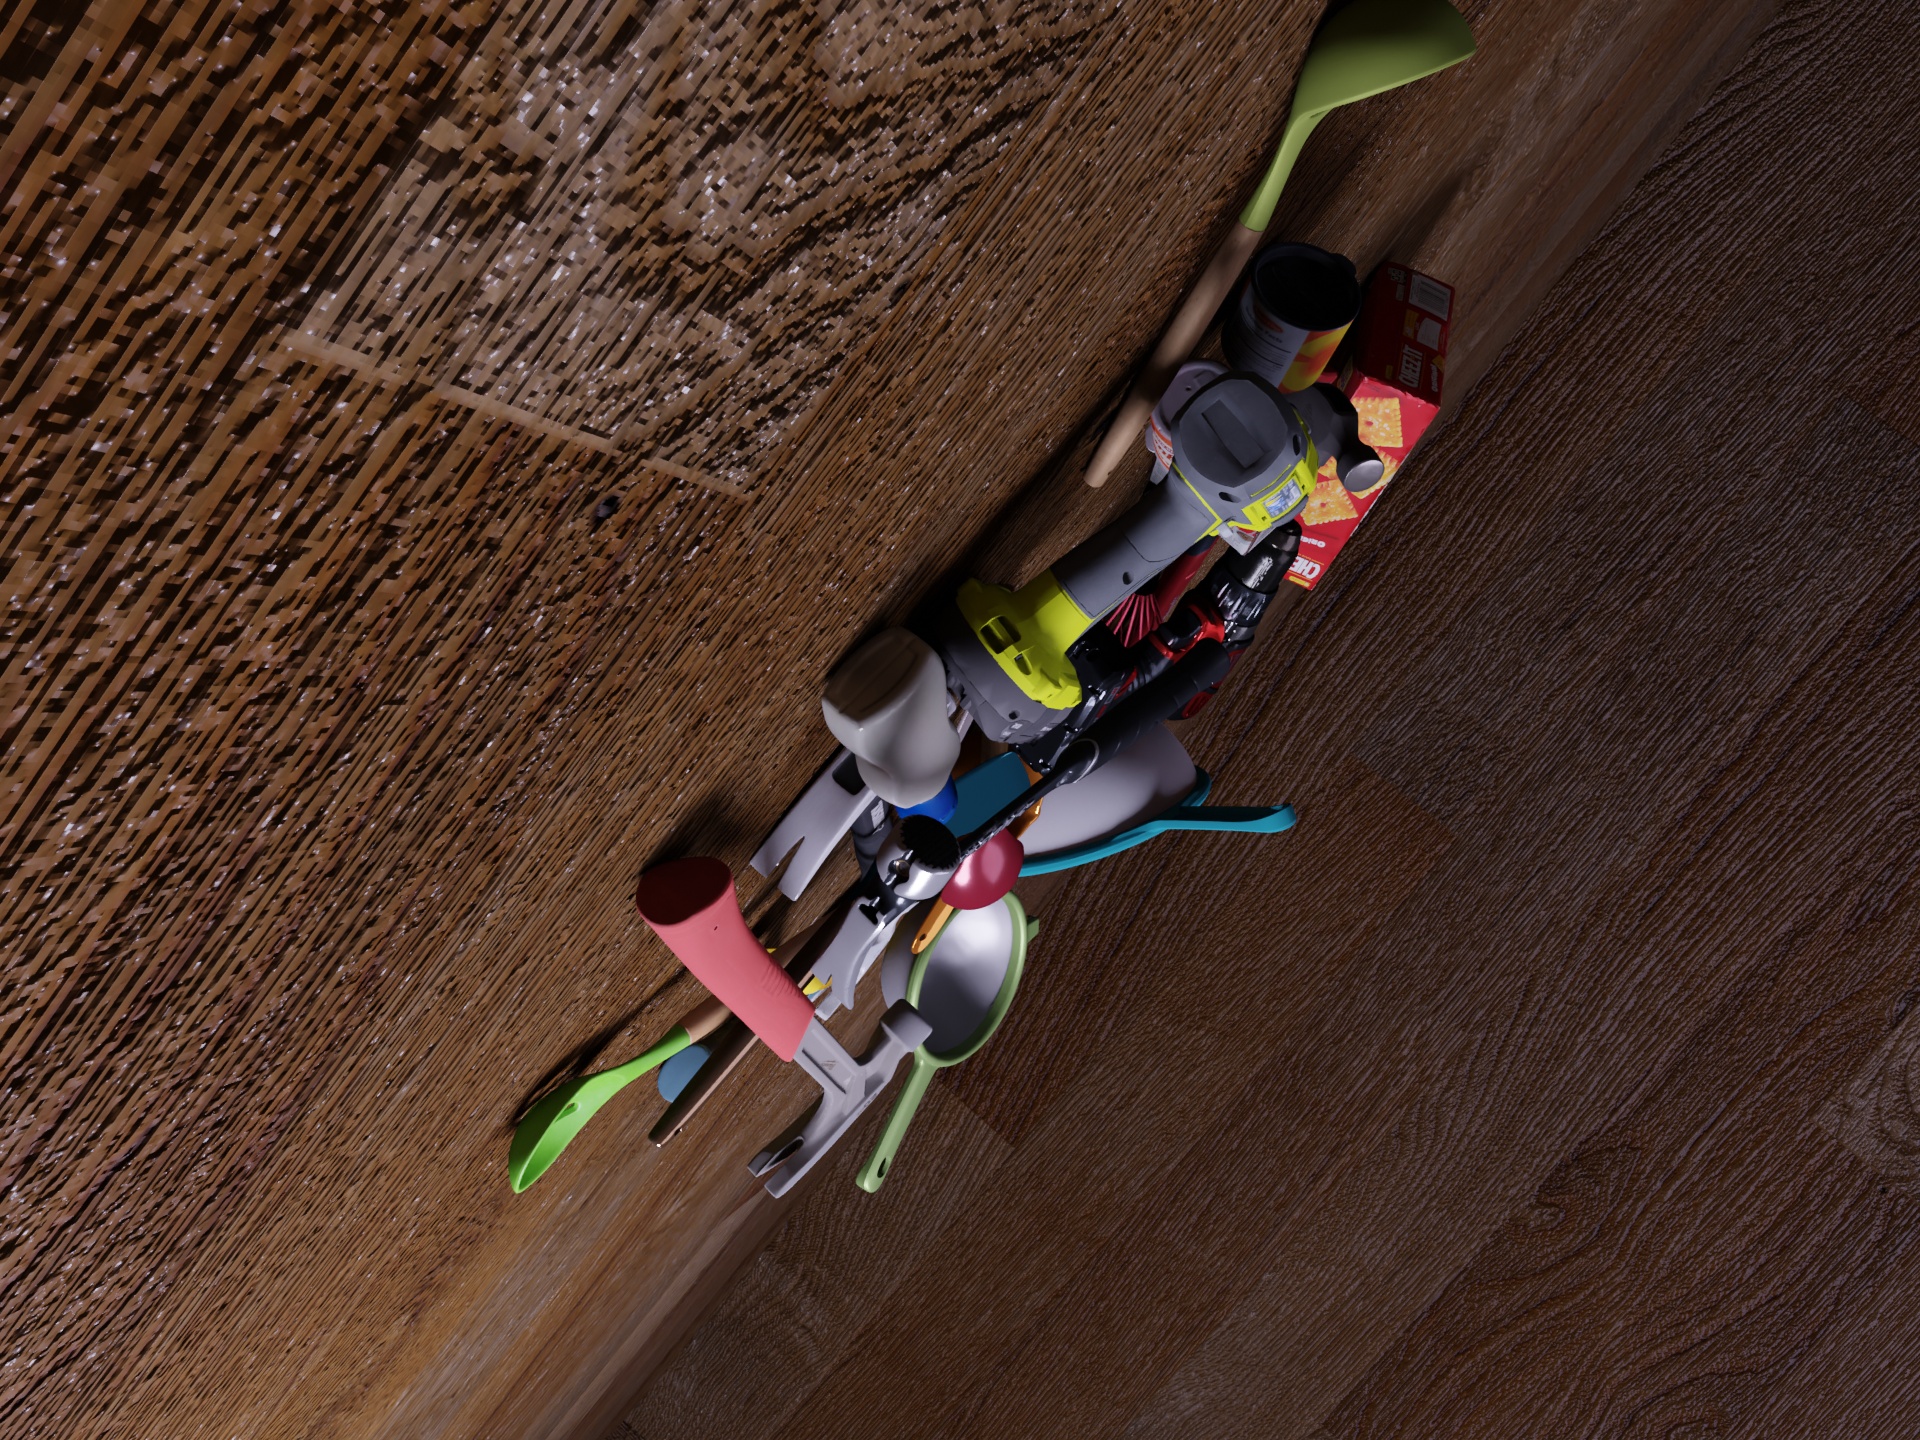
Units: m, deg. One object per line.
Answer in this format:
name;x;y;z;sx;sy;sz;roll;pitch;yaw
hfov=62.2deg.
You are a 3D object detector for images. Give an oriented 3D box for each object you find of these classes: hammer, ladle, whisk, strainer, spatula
hammer;0.196;-0.148;1.330;0.143;0.038;0.386;-38;164;-42
ladle;0.144;-0.223;0.804;0.078;0.062;0.320;-40;168;-42
hammer;-0.110;0.171;0.900;0.149;0.037;0.358;-45;153;-12
hammer;0.217;-0.124;1.242;0.031;0.130;0.331;-1;141;-24
whisk;0.137;-0.096;1.220;0.073;0.073;0.295;-46;164;-20
hammer;-0.134;0.217;1.244;0.128;0.033;0.331;-55;168;21
hammer;0.057;0.036;0.936;0.409;0.036;0.149;-33;163;-49
strainer;-0.038;0.239;1.254;0.151;0.069;0.256;37;75;-54
spatula;-0.074;0.140;0.978;0.317;0.044;0.082;-49;154;-15
ladle;0.022;0.031;1.056;0.069;0.031;0.315;-24;142;-24
hammer;-0.062;0.076;1.049;0.146;0.035;0.334;-48;170;-13
strainer;0.120;0.039;1.217;0.211;0.095;0.340;-26;-168;-30

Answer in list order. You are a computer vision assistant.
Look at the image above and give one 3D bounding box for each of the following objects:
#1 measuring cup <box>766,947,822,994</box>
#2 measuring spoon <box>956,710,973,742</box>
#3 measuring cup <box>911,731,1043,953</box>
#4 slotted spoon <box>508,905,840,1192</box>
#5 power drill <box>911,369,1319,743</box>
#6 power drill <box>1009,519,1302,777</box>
measuring cup;-0.128;0.182;1.097;0.156;0.062;0.029;125;-36;-68
measuring spoon;-0.002;-0.003;1.090;0.034;0.018;0.124;-32;153;-58
measuring cup;-0.006;0.087;1.173;0.095;0.052;0.173;16;107;-51
slotted spoon;-0.150;0.177;0.966;0.314;0.031;0.070;-33;158;-40
power drill;0.098;-0.087;0.874;0.228;0.080;0.190;-39;168;12
power drill;0.139;-0.060;1.130;0.226;0.080;0.187;-18;149;-43
